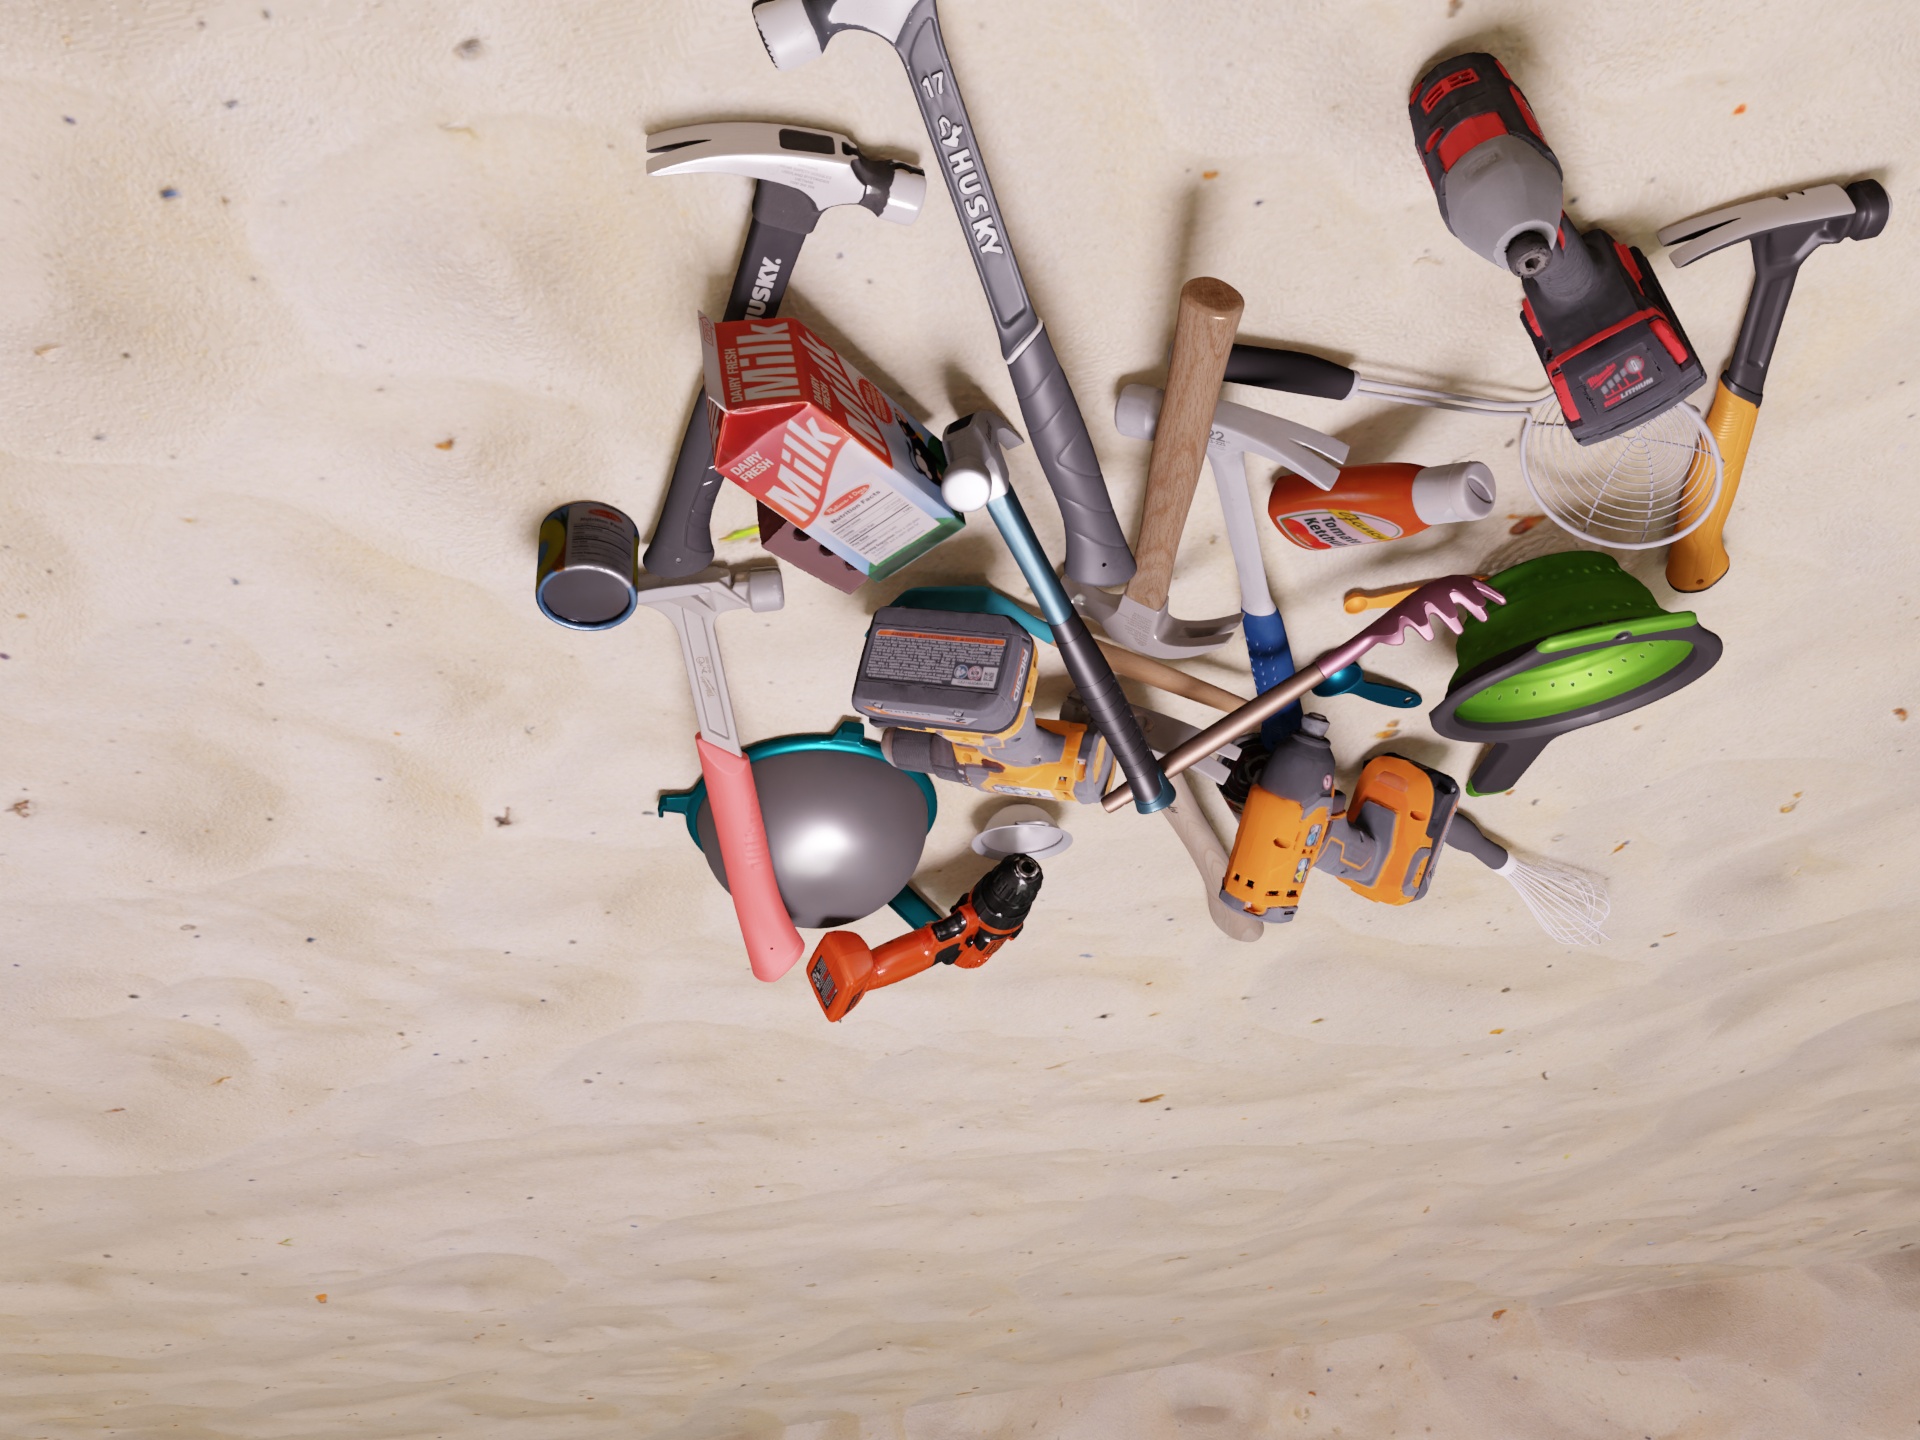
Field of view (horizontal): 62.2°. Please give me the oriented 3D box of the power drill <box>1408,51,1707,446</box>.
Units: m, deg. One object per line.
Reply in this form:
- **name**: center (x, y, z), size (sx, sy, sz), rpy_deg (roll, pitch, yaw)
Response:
- **power drill**: center (0.328, -0.254, 0.881), size (0.078, 0.143, 0.219), rpy_deg (-29, 140, 29)

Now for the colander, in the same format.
- **colander**: center (0.443, -0.035, 1.240), size (0.204, 0.095, 0.396), rpy_deg (-10, 160, 1)

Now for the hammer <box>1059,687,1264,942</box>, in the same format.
- **hammer**: center (0.210, 0.103, 1.357), size (0.146, 0.038, 0.410), rpy_deg (21, 161, 33)

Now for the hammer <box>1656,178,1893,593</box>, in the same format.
- **hammer**: center (0.510, -0.202, 1.064), size (0.127, 0.034, 0.336), rpy_deg (-12, 142, 4)

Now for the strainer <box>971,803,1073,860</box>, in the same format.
- **strainer**: center (0.040, 0.132, 1.411), size (0.087, 0.050, 0.258), rpy_deg (3, 147, -10)

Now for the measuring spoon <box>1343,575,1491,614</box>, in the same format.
- **measuring spoon**: center (0.343, -0.097, 1.194), size (0.117, 0.011, 0.021), rpy_deg (-10, 142, -3)

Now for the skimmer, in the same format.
- **skimmer**: center (0.306, -0.183, 1.008), size (0.363, 0.090, 0.127), rpy_deg (6, 147, -16)

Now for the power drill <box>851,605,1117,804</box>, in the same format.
- **power drill**: center (-0.002, -0.004, 1.151), size (0.185, 0.084, 0.226), rpy_deg (6, 161, 24)

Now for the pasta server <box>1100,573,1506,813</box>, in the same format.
- **pasta server**: center (0.238, -0.015, 1.134), size (0.316, 0.040, 0.060), rpy_deg (-33, 162, 14)

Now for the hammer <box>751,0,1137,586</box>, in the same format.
- **hammer**: center (0.033, -0.231, 0.885), size (0.149, 0.036, 0.408), rpy_deg (-23, 132, 3)

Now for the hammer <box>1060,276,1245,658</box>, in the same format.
- **hammer**: center (0.133, -0.143, 0.994), size (0.130, 0.031, 0.331), rpy_deg (26, 152, 13)

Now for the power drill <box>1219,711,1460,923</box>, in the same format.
- **power drill**: center (0.308, 0.075, 1.279), size (0.226, 0.084, 0.164), rpy_deg (2, 107, -44)

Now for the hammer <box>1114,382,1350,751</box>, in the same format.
- **hammer**: center (0.215, -0.085, 1.128), size (0.144, 0.035, 0.405), rpy_deg (18, 157, 27)

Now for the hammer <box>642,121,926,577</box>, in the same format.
- **hammer**: center (-0.143, -0.205, 0.952), size (0.146, 0.035, 0.334), rpy_deg (8, 140, -20)

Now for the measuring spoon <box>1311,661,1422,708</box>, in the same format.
- **measuring spoon**: center (0.326, -0.031, 1.273), size (0.128, 0.021, 0.042), rpy_deg (12, 138, -37)

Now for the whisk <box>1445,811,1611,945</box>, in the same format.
- **whisk**: center (0.528, 0.145, 1.502), size (0.284, 0.070, 0.070), rpy_deg (30, 129, -32)

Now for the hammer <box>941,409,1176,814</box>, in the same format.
- **hammer**: center (0.071, -0.060, 1.049), size (0.033, 0.128, 0.330), rpy_deg (-20, 123, 17)

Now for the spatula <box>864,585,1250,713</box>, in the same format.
- **spatula**: center (0.088, -0.045, 1.170), size (0.317, 0.044, 0.082), rpy_deg (19, 150, -20)

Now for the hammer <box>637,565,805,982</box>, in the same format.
- **hammer**: center (-0.180, 0.052, 1.184), size (0.149, 0.037, 0.358), rpy_deg (-8, 123, -1)

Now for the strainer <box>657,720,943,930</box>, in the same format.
- **strainer**: center (-0.091, 0.144, 1.358), size (0.211, 0.095, 0.340), rpy_deg (-22, 139, 17)
